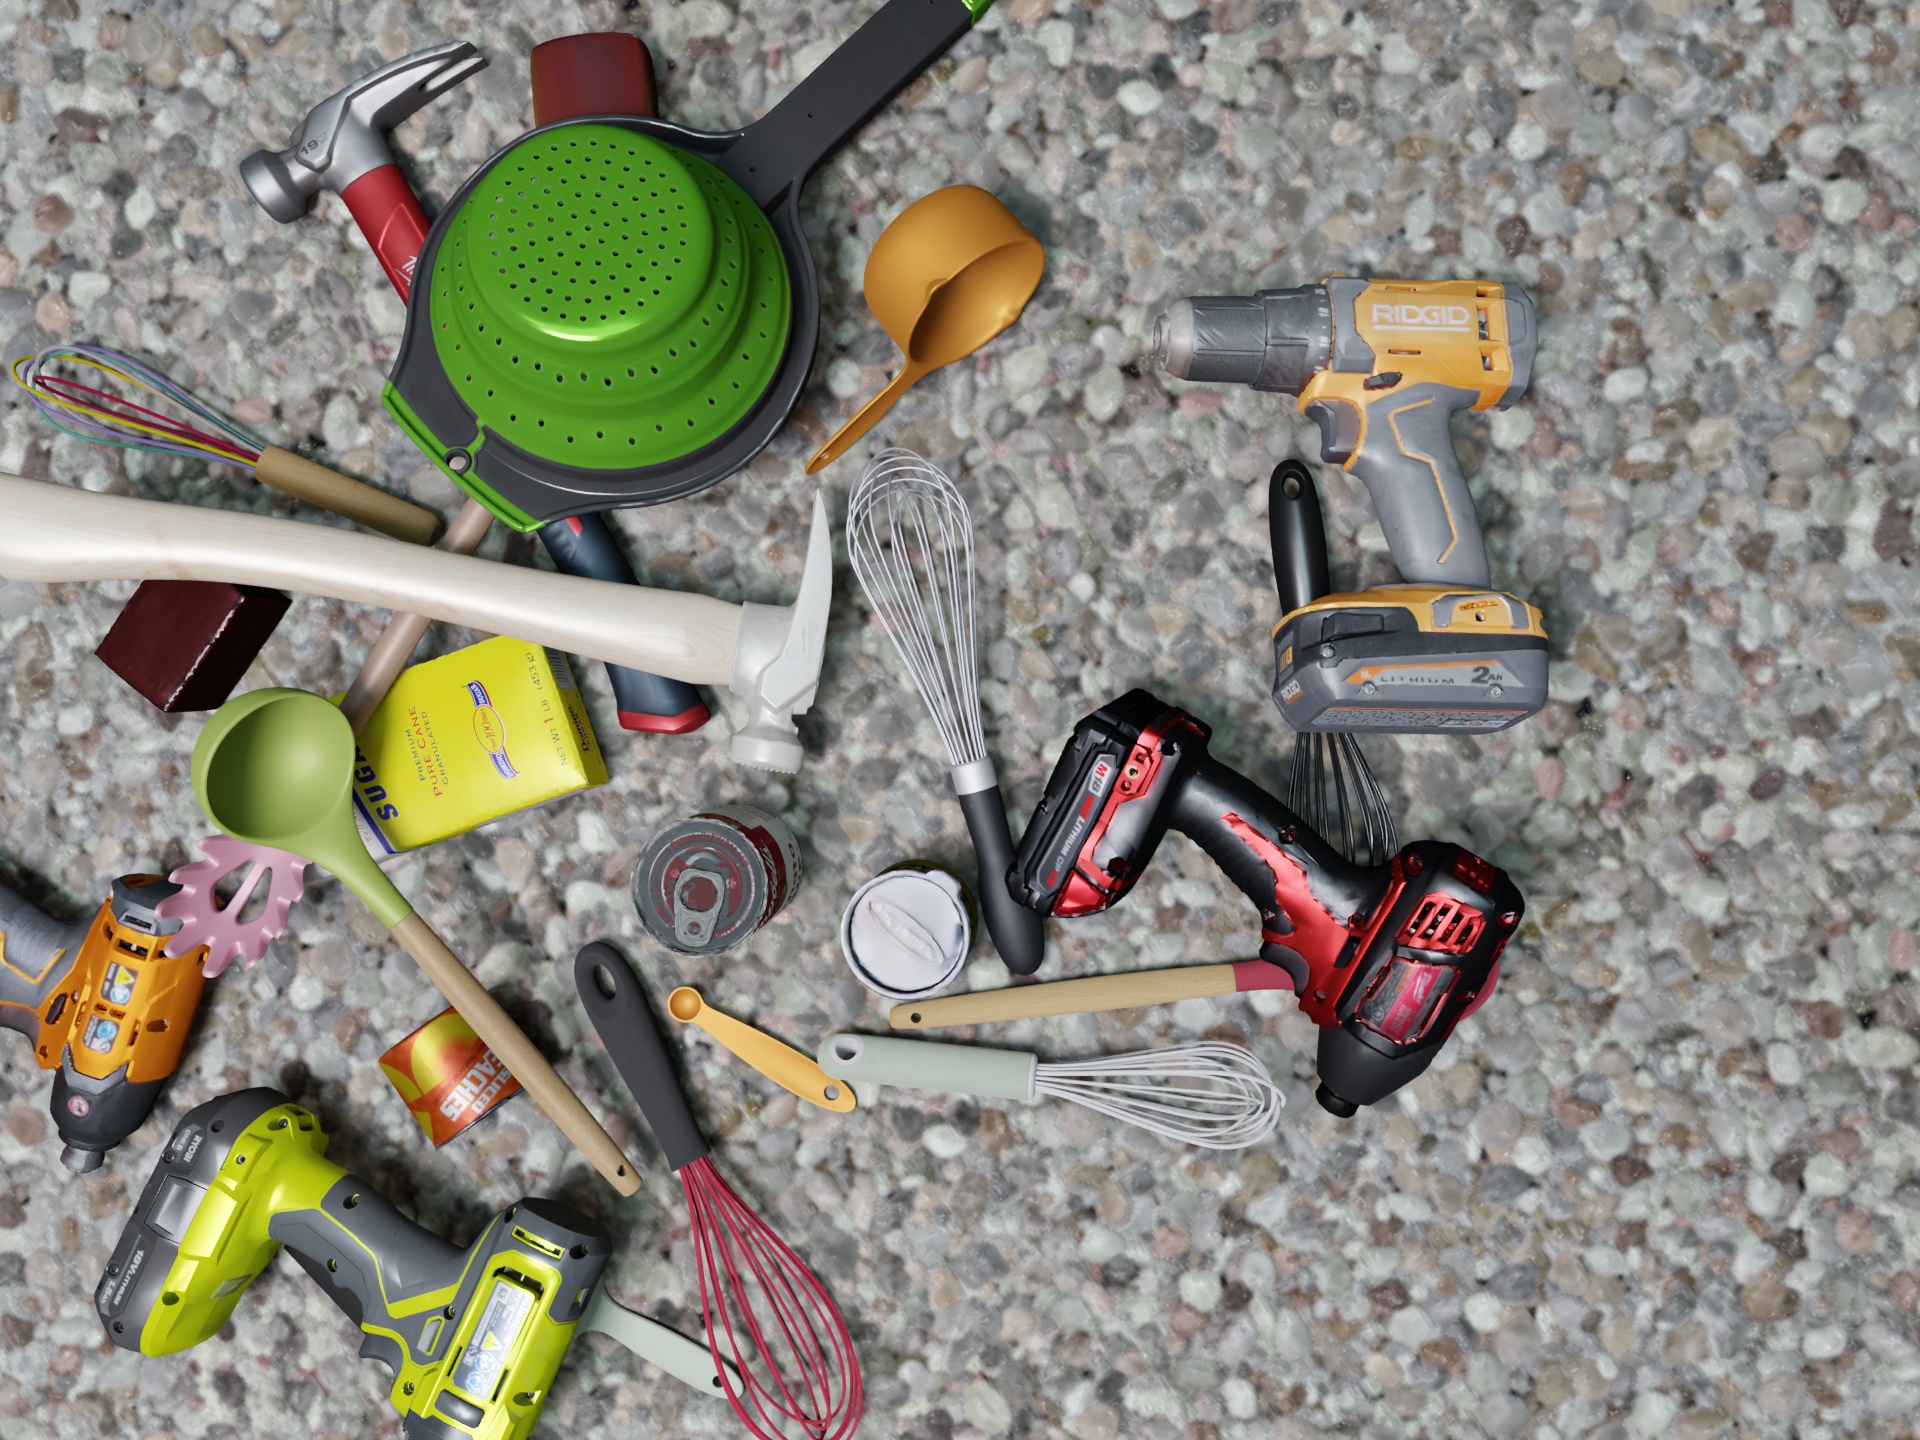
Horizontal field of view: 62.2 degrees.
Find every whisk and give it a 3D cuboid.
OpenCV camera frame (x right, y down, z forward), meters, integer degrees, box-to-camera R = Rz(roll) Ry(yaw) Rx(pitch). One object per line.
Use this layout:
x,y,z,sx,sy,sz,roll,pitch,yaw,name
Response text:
0.185,-0.017,0.816,0.055,0.055,0.239,-7,86,5,whisk
-0.002,-0.003,0.829,0.070,0.070,0.284,-15,95,5,whisk
0.045,0.188,0.833,0.246,0.059,0.058,4,55,8,whisk
-0.135,0.251,0.842,0.073,0.073,0.296,-28,83,5,whisk
-0.399,-0.146,0.862,0.245,0.047,0.051,23,92,1,whisk

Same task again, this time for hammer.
-0.269,-0.079,0.790,0.410,0.038,0.146,10,87,-8,hammer
-0.228,-0.169,0.850,0.143,0.038,0.386,-31,88,3,hammer

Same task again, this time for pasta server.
-0.307,-0.012,0.815,0.060,0.040,0.316,32,90,-11,pasta server

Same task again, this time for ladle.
-0.258,0.119,0.792,0.078,0.062,0.320,-43,103,-28,ladle
0.118,0.139,0.833,0.315,0.031,0.069,-7,89,7,ladle

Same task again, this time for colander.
-0.114,-0.269,0.770,0.204,0.094,0.397,43,80,4,colander

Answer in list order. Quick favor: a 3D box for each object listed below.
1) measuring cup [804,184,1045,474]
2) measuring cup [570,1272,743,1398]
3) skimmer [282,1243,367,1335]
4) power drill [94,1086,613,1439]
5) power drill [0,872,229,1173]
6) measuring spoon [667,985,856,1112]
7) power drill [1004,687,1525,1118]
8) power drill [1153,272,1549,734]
-0.035,-0.202,0.822,0.173,0.095,0.052,-41,76,24,measuring cup
-0.195,0.328,0.854,0.167,0.038,0.083,26,93,6,measuring cup
-0.254,0.411,0.835,0.363,0.090,0.127,44,126,5,skimmer
-0.311,0.298,0.810,0.223,0.080,0.171,22,81,11,power drill
-0.527,0.139,0.859,0.226,0.084,0.164,19,93,0,power drill
-0.107,0.178,0.861,0.117,0.011,0.021,31,94,0,measuring spoon
0.141,0.089,0.771,0.220,0.078,0.143,29,111,16,power drill
0.189,-0.111,0.774,0.185,0.084,0.226,1,77,-4,power drill
